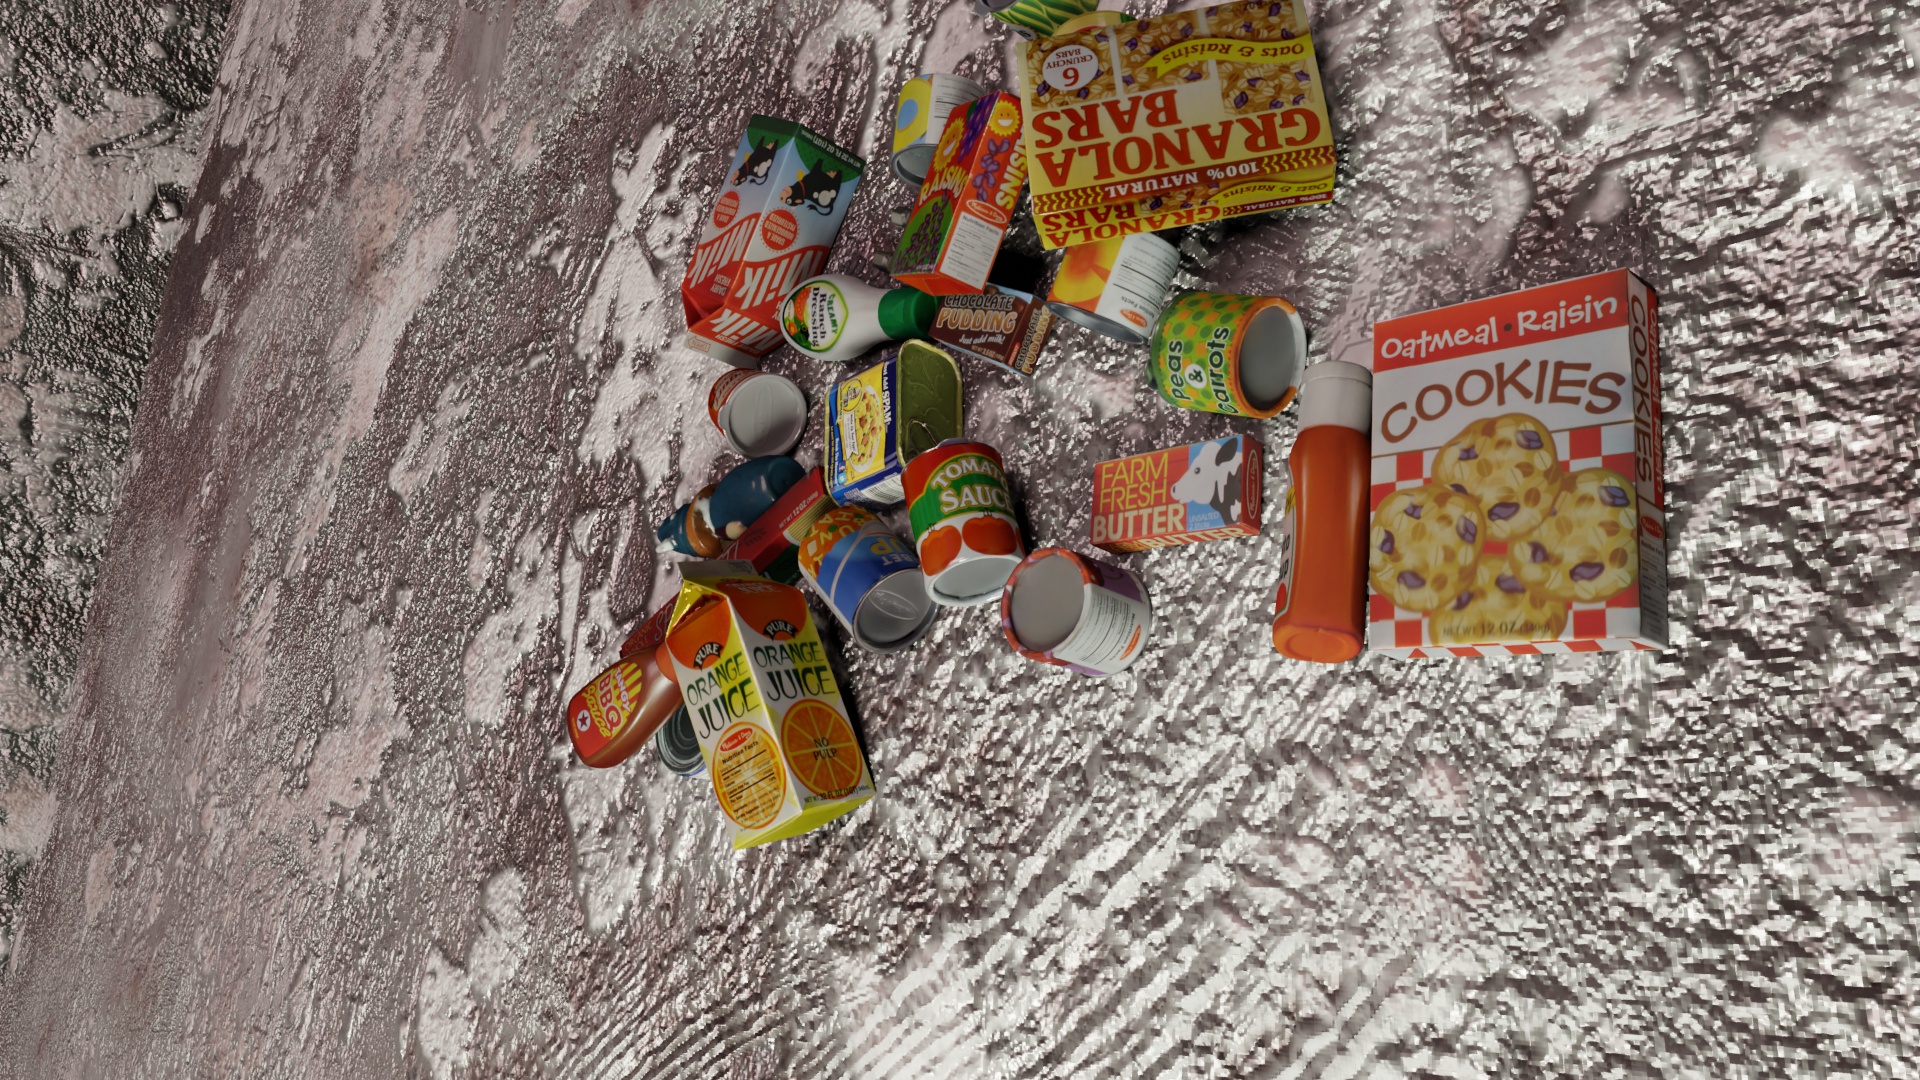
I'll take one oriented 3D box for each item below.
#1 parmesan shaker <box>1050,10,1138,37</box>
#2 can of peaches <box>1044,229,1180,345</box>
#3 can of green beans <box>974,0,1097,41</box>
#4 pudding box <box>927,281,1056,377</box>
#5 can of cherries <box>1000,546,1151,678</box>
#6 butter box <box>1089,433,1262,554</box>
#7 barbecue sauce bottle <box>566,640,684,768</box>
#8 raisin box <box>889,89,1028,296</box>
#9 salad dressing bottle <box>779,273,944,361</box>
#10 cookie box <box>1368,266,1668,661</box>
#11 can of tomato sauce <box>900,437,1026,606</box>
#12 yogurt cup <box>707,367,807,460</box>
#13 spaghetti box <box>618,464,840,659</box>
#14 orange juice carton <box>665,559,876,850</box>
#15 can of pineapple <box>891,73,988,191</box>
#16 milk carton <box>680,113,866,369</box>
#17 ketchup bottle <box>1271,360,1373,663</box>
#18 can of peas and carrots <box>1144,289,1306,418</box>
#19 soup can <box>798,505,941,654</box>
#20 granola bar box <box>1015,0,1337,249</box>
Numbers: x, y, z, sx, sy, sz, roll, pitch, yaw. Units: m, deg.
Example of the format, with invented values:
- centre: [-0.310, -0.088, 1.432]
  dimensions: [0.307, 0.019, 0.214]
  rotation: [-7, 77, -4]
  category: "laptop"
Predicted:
- centre: [0.089, -0.267, 0.870]
  dimensions: [0.071, 0.071, 0.103]
  rotation: [-23, 62, 38]
  category: "parmesan shaker"
- centre: [0.090, -0.156, 0.831]
  dimensions: [0.071, 0.071, 0.058]
  rotation: [24, 94, 46]
  category: "can of peaches"
- centre: [0.053, -0.379, 0.951]
  dimensions: [0.071, 0.058, 0.071]
  rotation: [-17, 65, 40]
  category: "can of green beans"
- centre: [0.021, -0.144, 0.920]
  dimensions: [0.084, 0.030, 0.049]
  rotation: [28, 96, 46]
  category: "pudding box"
- centre: [0.064, 0.040, 0.793]
  dimensions: [0.071, 0.058, 0.071]
  rotation: [-16, 66, 40]
  category: "can of cherries"
- centre: [0.121, -0.025, 0.784]
  dimensions: [0.103, 0.024, 0.053]
  rotation: [-10, 69, 42]
  category: "butter box"
- centre: [-0.230, 0.108, 1.020]
  dimensions: [0.148, 0.044, 0.065]
  rotation: [-38, 60, 29]
  category: "barbecue sauce bottle"
- centre: [0.005, -0.223, 0.902]
  dimensions: [0.086, 0.040, 0.123]
  rotation: [20, 90, 67]
  category: "raisin box"
- centre: [-0.070, -0.163, 1.006]
  dimensions: [0.147, 0.044, 0.064]
  rotation: [6, 97, 46]
  category: "salad dressing bottle"
- centre: [0.255, -0.031, 0.644]
  dimensions: [0.123, 0.040, 0.168]
  rotation: [-8, 72, 43]
  category: "cookie box"
- centre: [0.003, -0.011, 0.865]
  dimensions: [0.071, 0.071, 0.083]
  rotation: [-34, 55, 32]
  category: "can of tomato sauce"
- centre: [-0.158, -0.100, 1.060]
  dimensions: [0.054, 0.072, 0.072]
  rotation: [32, 99, 54]
  category: "yogurt cup"
- centre: [-0.163, 0.032, 1.027]
  dimensions: [0.249, 0.050, 0.029]
  rotation: [-40, 51, 29]
  category: "spaghetti box"
- centre: [-0.135, 0.099, 0.927]
  dimensions: [0.072, 0.072, 0.193]
  rotation: [-33, 70, 33]
  category: "orange juice carton"
- centre: [-0.014, -0.286, 0.980]
  dimensions: [0.071, 0.071, 0.058]
  rotation: [-8, 70, 43]
  category: "can of pineapple"
- centre: [-0.155, -0.230, 1.094]
  dimensions: [0.073, 0.072, 0.190]
  rotation: [27, 96, 46]
  category: "milk carton"
- centre: [0.184, -0.017, 0.696]
  dimensions: [0.043, 0.064, 0.149]
  rotation: [6, 70, 12]
  category: "ketchup bottle"
- centre: [0.144, -0.101, 0.755]
  dimensions: [0.059, 0.071, 0.071]
  rotation: [14, 87, 46]
  category: "can of peas and carrots"
- centre: [-0.059, 0.023, 0.916]
  dimensions: [0.071, 0.071, 0.084]
  rotation: [-58, 45, 13]
  category: "soup can"
- centre: [0.120, -0.239, 0.792]
  dimensions: [0.165, 0.039, 0.124]
  rotation: [-8, 67, 9]
  category: "granola bar box"
